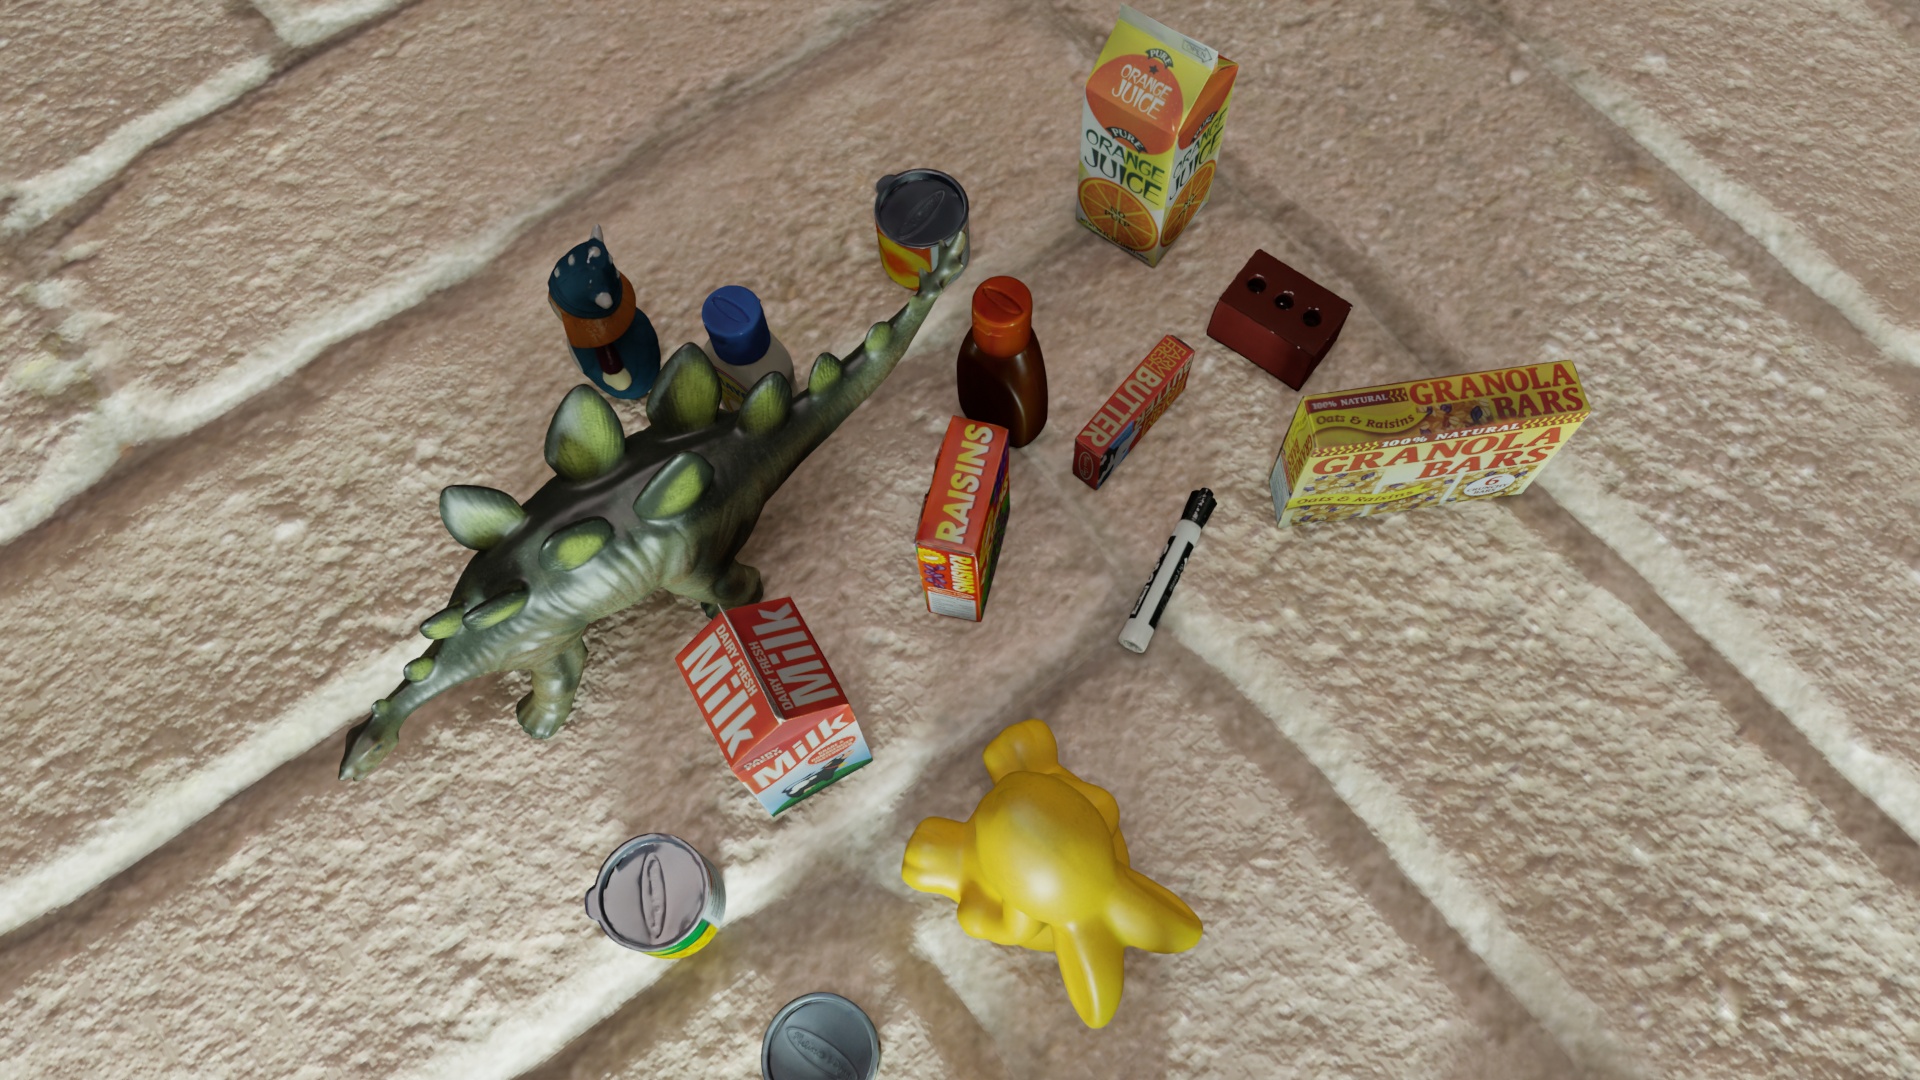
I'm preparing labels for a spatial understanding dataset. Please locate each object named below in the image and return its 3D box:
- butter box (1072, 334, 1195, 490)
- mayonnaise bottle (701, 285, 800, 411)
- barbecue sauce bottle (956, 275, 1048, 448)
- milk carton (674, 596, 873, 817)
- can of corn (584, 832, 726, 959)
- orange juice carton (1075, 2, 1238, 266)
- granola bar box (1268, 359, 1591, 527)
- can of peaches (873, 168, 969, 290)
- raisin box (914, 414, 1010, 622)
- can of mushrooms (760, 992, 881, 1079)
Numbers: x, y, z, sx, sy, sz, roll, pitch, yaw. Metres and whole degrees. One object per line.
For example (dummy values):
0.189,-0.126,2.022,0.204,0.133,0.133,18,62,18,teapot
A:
0.115,-0.086,0.926,0.024,0.053,0.104,37,74,15,butter box
-0.135,-0.110,0.893,0.065,0.147,0.041,35,73,14,mayonnaise bottle
0.027,-0.114,0.889,0.065,0.148,0.044,37,74,15,barbecue sauce bottle
-0.104,0.093,0.786,0.073,0.190,0.072,-29,70,-9,milk carton
-0.177,0.209,0.812,0.071,0.058,0.071,-1,68,2,can of corn
0.129,-0.275,0.928,0.072,0.192,0.073,35,73,14,orange juice carton
0.287,-0.059,0.872,0.166,0.123,0.039,-8,68,-1,granola bar box
-0.028,-0.220,0.983,0.071,0.058,0.071,-1,68,2,can of peaches
0.003,-0.011,0.861,0.040,0.123,0.086,13,69,7,raisin box
-0.080,0.294,0.788,0.071,0.033,0.071,-1,68,2,can of mushrooms
